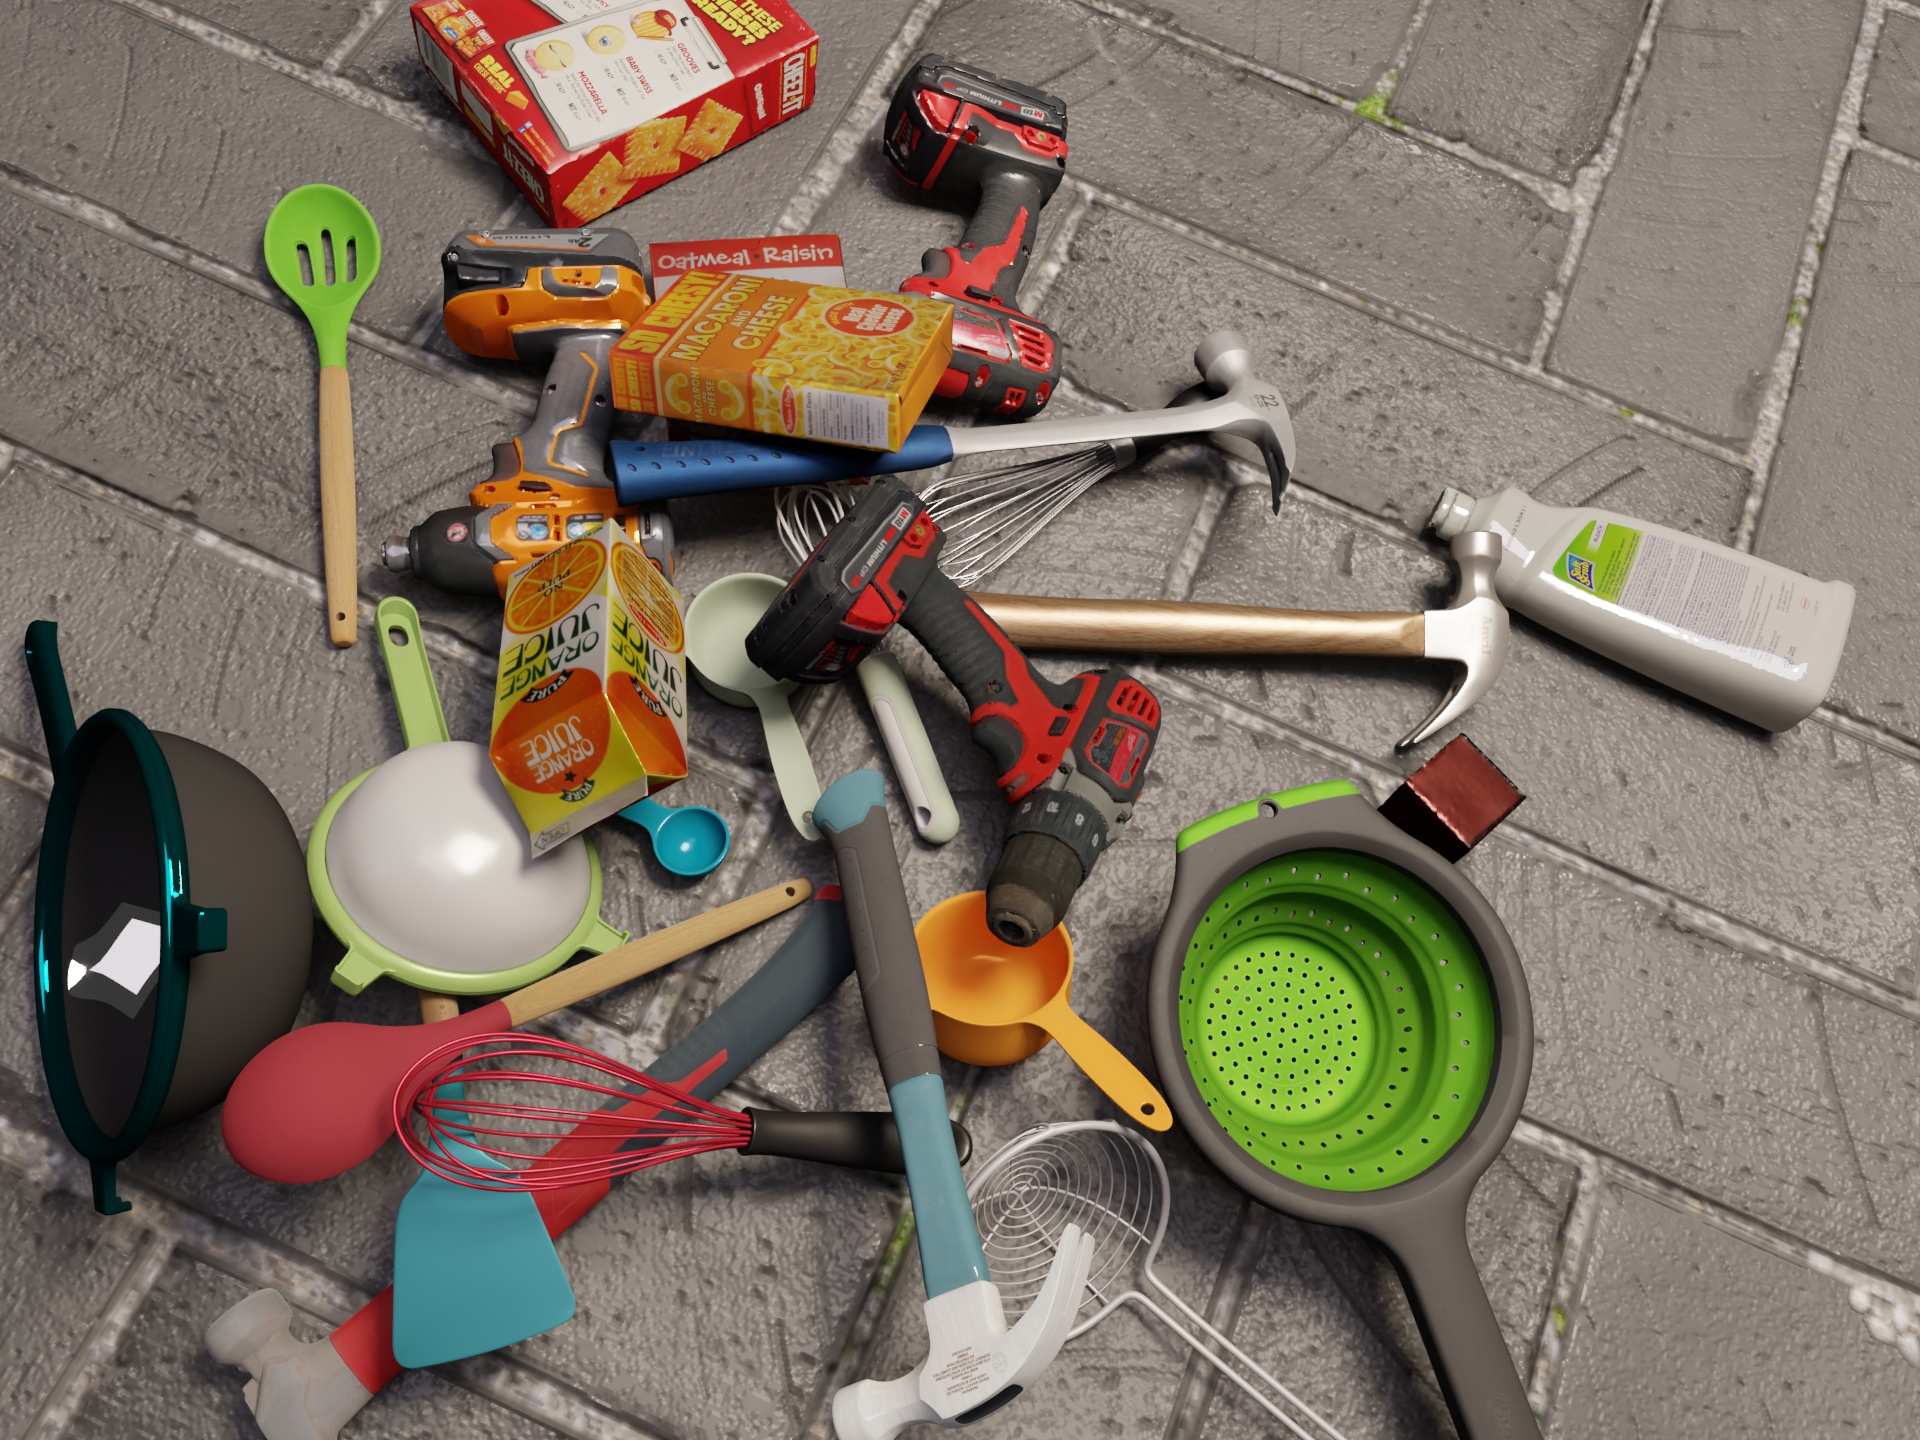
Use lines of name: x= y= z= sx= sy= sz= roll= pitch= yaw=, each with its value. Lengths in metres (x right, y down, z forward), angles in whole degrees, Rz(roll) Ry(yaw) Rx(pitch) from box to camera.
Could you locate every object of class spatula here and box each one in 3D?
spatula: x=-0.261 y=0.154 z=0.802 sx=0.082 sy=0.044 sz=0.318 roll=-14 pitch=54 yaw=-10

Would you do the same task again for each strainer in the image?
strainer: x=-0.270 y=0.019 z=0.841 sx=0.151 sy=0.069 sz=0.257 roll=-2 pitch=53 yaw=-35
strainer: x=-0.404 y=0.060 z=0.810 sx=0.095 sy=0.211 sz=0.341 roll=4 pitch=37 yaw=-42

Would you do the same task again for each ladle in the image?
ladle: x=-0.202 y=0.137 z=0.790 sx=0.315 sy=0.031 sz=0.069 roll=-21 pitch=74 yaw=-37

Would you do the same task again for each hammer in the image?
hammer: x=-0.026 y=0.165 z=0.771 sx=0.128 sy=0.033 sz=0.331 roll=-24 pitch=53 yaw=11
hammer: x=0.162 y=-0.052 z=0.954 sx=0.331 sy=0.031 sz=0.130 roll=2 pitch=84 yaw=-1
hammer: x=0.004 y=-0.159 z=0.925 sx=0.405 sy=0.035 sz=0.144 roll=-8 pitch=50 yaw=-14
hammer: x=-0.169 y=0.227 z=0.802 sx=0.386 sy=0.038 sz=0.143 roll=-39 pitch=78 yaw=-20

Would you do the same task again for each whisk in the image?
whisk: x=-0.053 y=-0.042 z=0.929 sx=0.059 sy=0.058 sz=0.246 roll=-7 pitch=69 yaw=-43
whisk: x=-0.122 y=0.196 z=0.767 sx=0.295 sy=0.073 sz=0.073 roll=13 pitch=63 yaw=-28
whisk: x=0.072 y=-0.155 z=0.987 sx=0.284 sy=0.070 sz=0.070 roll=-30 pitch=73 yaw=-23

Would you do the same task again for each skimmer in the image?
skimmer: x=0.150 y=0.332 z=0.765 sx=0.363 sy=0.090 sz=0.127 roll=38 pitch=88 yaw=8

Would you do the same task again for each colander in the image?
colander: x=0.211 y=0.234 z=0.819 sx=0.204 sy=0.094 sz=0.397 roll=-16 pitch=77 yaw=-14

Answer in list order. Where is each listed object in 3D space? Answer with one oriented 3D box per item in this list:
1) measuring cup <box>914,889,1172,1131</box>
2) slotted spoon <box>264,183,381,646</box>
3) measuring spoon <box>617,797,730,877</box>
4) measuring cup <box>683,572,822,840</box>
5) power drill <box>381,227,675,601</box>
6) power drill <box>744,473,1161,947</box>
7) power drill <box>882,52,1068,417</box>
measuring cup: x=0.043 y=0.163 z=0.821 sx=0.095 sy=0.052 sz=0.174 roll=-31 pitch=54 yaw=-27
slotted spoon: x=-0.381 y=-0.188 z=0.963 sx=0.070 sy=0.031 sz=0.314 roll=-7 pitch=70 yaw=-10
measuring spoon: x=-0.184 y=0.051 z=0.892 sx=0.129 sy=0.021 sz=0.042 roll=28 pitch=63 yaw=16
measuring cup: x=-0.108 y=-0.004 z=0.910 sx=0.083 sy=0.038 sz=0.168 roll=-15 pitch=71 yaw=-13
power drill: x=-0.257 y=-0.176 z=0.944 sx=0.164 sy=0.084 sz=0.227 roll=-4 pitch=71 yaw=-9
power drill: x=-0.001 y=-0.003 z=0.853 sx=0.226 sy=0.080 sz=0.188 roll=39 pitch=46 yaw=-10
power drill: x=-0.003 y=-0.307 z=1.022 sx=0.143 sy=0.078 sz=0.220 roll=11 pitch=68 yaw=-18
